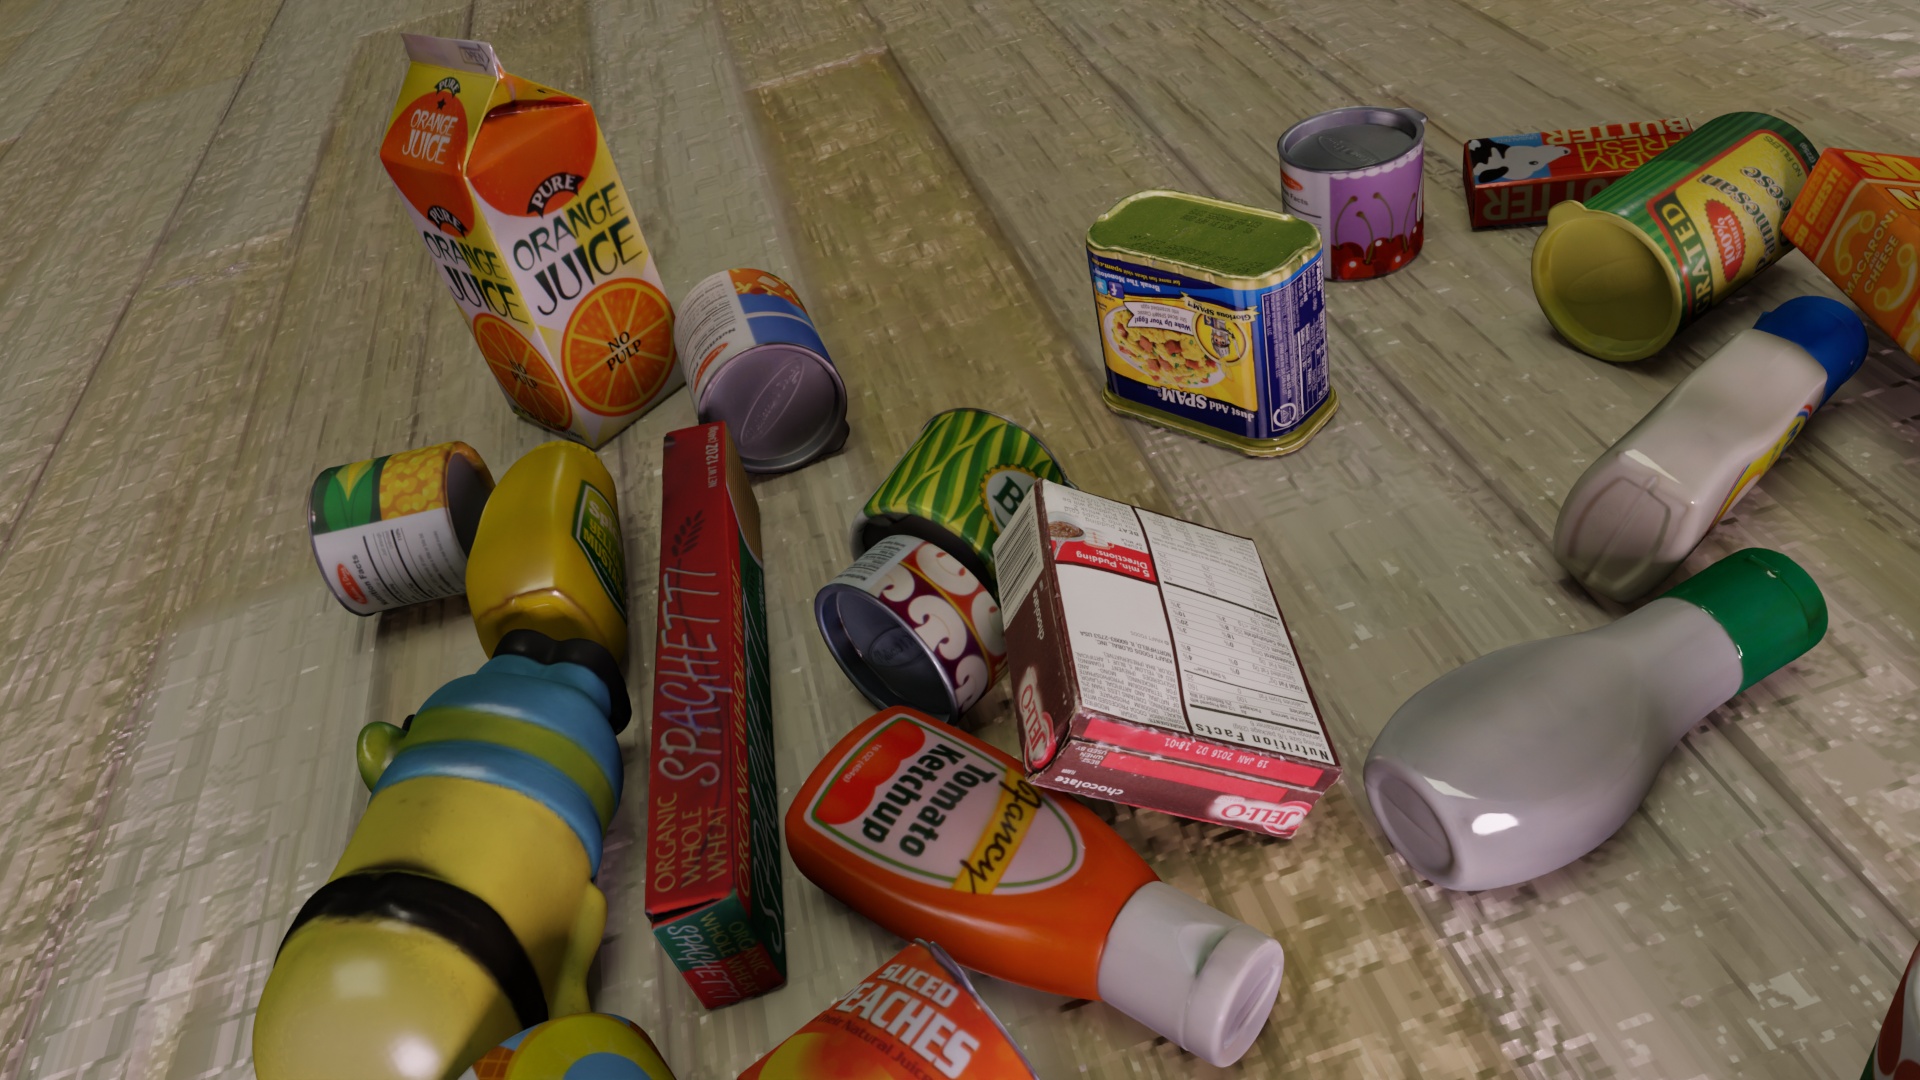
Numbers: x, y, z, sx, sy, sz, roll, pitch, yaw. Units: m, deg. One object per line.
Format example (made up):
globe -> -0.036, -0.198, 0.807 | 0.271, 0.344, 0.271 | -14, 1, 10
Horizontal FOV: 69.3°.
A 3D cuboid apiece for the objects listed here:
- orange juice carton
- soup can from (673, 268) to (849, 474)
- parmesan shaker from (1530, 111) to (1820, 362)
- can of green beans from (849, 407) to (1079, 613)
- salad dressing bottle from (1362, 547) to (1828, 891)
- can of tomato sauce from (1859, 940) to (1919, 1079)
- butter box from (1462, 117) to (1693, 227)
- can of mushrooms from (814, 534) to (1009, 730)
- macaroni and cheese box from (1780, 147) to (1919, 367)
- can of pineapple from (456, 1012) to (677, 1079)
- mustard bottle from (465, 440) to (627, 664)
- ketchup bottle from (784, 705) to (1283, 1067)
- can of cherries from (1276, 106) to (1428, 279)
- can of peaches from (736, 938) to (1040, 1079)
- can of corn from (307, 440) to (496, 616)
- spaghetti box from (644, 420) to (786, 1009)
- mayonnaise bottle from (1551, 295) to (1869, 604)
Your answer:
orange juice carton -> -0.202, -0.145, 0.654 | 0.072, 0.191, 0.073 | 22, 52, 36
soup can -> -0.092, -0.079, 0.643 | 0.071, 0.071, 0.084 | -20, 38, -6
parmesan shaker -> 0.294, -0.129, 0.570 | 0.103, 0.071, 0.071 | -33, 42, -20
can of green beans -> 0.000, -0.007, 0.524 | 0.071, 0.071, 0.058 | 10, 46, 28
salad dressing bottle -> 0.192, 0.049, 0.415 | 0.148, 0.043, 0.064 | -26, 38, -15
can of tomato sauce -> 0.223, 0.121, 0.285 | 0.071, 0.082, 0.071 | -9, 40, 8
butter box -> 0.296, -0.176, 0.663 | 0.103, 0.024, 0.053 | -1, 40, 16
can of mushrooms -> -0.015, 0.034, 0.482 | 0.071, 0.070, 0.033 | 22, 51, 37
macaroni and cheese box -> 0.387, -0.078, 0.480 | 0.124, 0.040, 0.167 | 4, 39, -6
can of pineapple -> -0.094, 0.164, 0.352 | 0.071, 0.070, 0.058 | -33, 42, -20
mustard bottle -> -0.168, -0.003, 0.577 | 0.049, 0.065, 0.161 | -20, 35, 1
ketchup bottle -> 0.020, 0.101, 0.407 | 0.149, 0.043, 0.065 | 21, 51, 35
can of cherries -> 0.189, -0.166, 0.660 | 0.071, 0.058, 0.072 | -9, 38, 8
can of peaches -> -0.016, 0.143, 0.347 | 0.058, 0.071, 0.071 | -33, 42, -19
can of corn -> -0.236, -0.007, 0.600 | 0.058, 0.070, 0.071 | -12, 39, 3
spaghetti box -> -0.089, 0.046, 0.502 | 0.029, 0.050, 0.251 | -15, 39, 2
mayonnaise bottle -> 0.266, -0.039, 0.483 | 0.149, 0.064, 0.041 | -34, 61, -28
